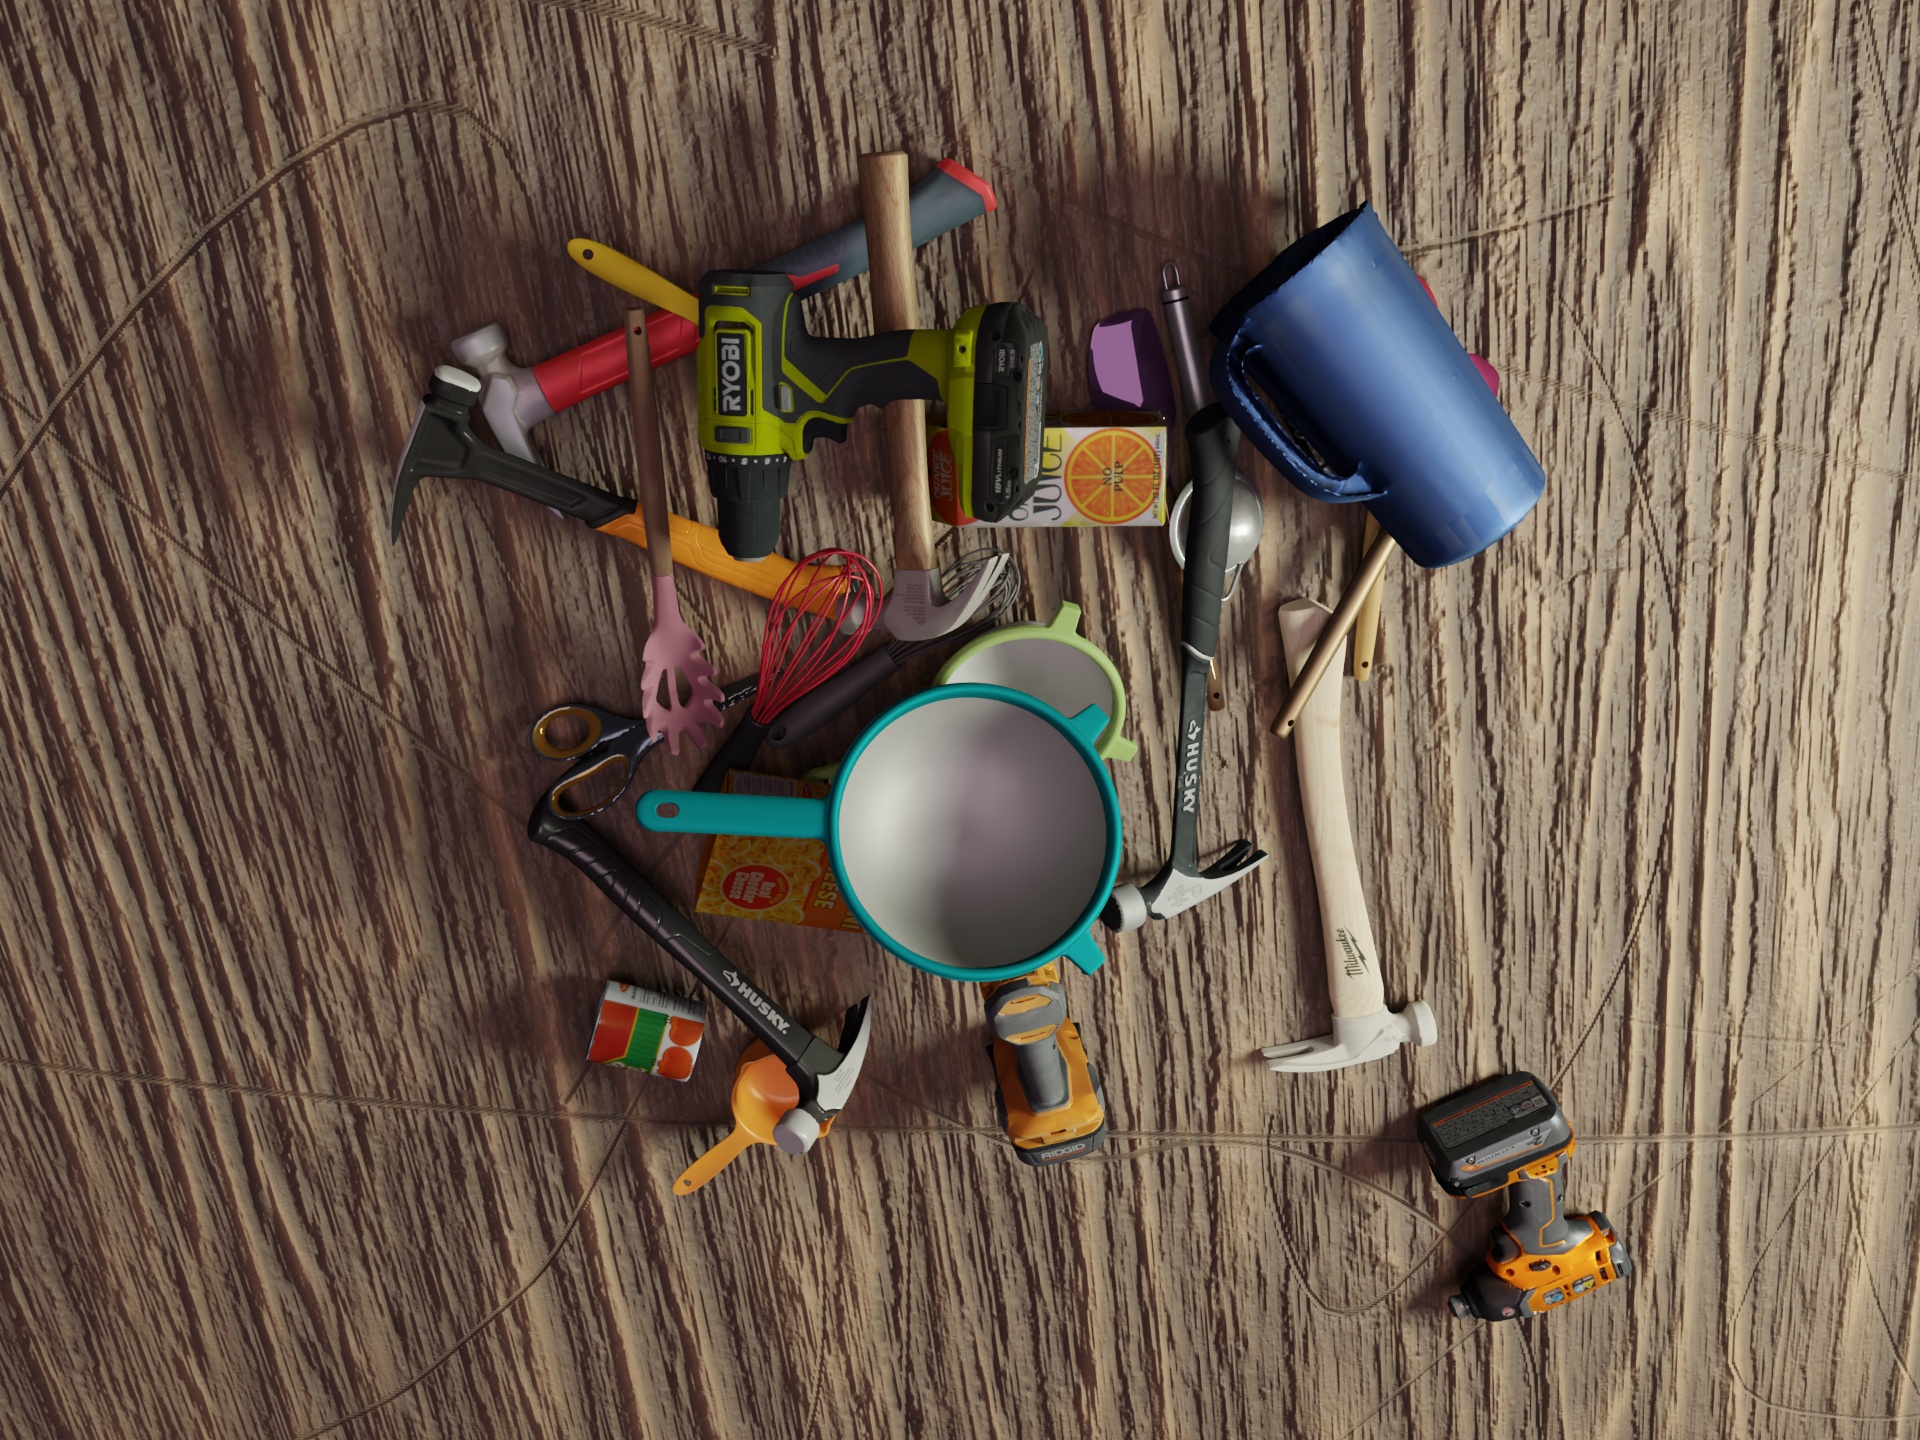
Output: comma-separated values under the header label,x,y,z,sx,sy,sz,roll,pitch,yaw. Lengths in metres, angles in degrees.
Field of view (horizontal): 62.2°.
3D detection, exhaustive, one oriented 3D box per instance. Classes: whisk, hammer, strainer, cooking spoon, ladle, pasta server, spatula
label,x,y,z,sx,sy,sz,roll,pitch,yaw
whisk,-0.055,-0.051,1.206,0.239,0.055,0.055,-35,109,12
hammer,0.293,0.101,1.296,0.146,0.038,0.410,-12,110,0
strainer,0.181,-0.208,1.173,0.087,0.050,0.258,-22,107,-21
hammer,-0.229,-0.132,1.137,0.336,0.034,0.127,19,112,-22
hammer,-0.038,-0.218,1.097,0.130,0.031,0.331,4,108,27
cooking spoon,0.317,-0.127,1.200,0.068,0.017,0.319,24,98,-32
hammer,0.180,-0.035,1.187,0.149,0.036,0.408,-14,119,-28
hammer,-0.150,-0.279,1.119,0.386,0.038,0.143,-23,111,3
strainer,-0.059,0.080,1.141,0.340,0.095,0.211,4,77,-8
whisk,-0.139,-0.017,1.165,0.073,0.073,0.295,26,127,-13
ladle,0.318,-0.179,1.206,0.069,0.031,0.315,-1,111,-4
hammer,-0.207,0.176,1.245,0.334,0.146,0.035,45,130,-6
strainer,-0.002,-0.004,1.218,0.256,0.069,0.151,-20,124,11
pasta server,-0.208,-0.126,1.104,0.060,0.040,0.316,-12,119,-21
spatula,0.156,-0.151,1.203,0.060,0.018,0.315,-18,109,-1

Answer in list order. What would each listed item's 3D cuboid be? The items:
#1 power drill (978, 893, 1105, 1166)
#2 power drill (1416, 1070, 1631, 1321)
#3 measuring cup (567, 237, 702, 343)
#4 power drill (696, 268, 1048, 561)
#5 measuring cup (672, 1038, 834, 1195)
label,x,y,z,sx,sy,sz,roll,pitch,yaw
power drill,0.050,0.220,1.263,0.084,0.186,0.226,-15,129,0
power drill,0.486,0.437,1.410,0.164,0.084,0.226,-26,113,4
measuring cup,-0.193,-0.282,1.074,0.156,0.029,0.062,25,107,-18
power drill,-0.064,-0.193,1.043,0.228,0.080,0.190,6,109,13
measuring cup,-0.175,0.328,1.323,0.173,0.052,0.095,-42,108,11
